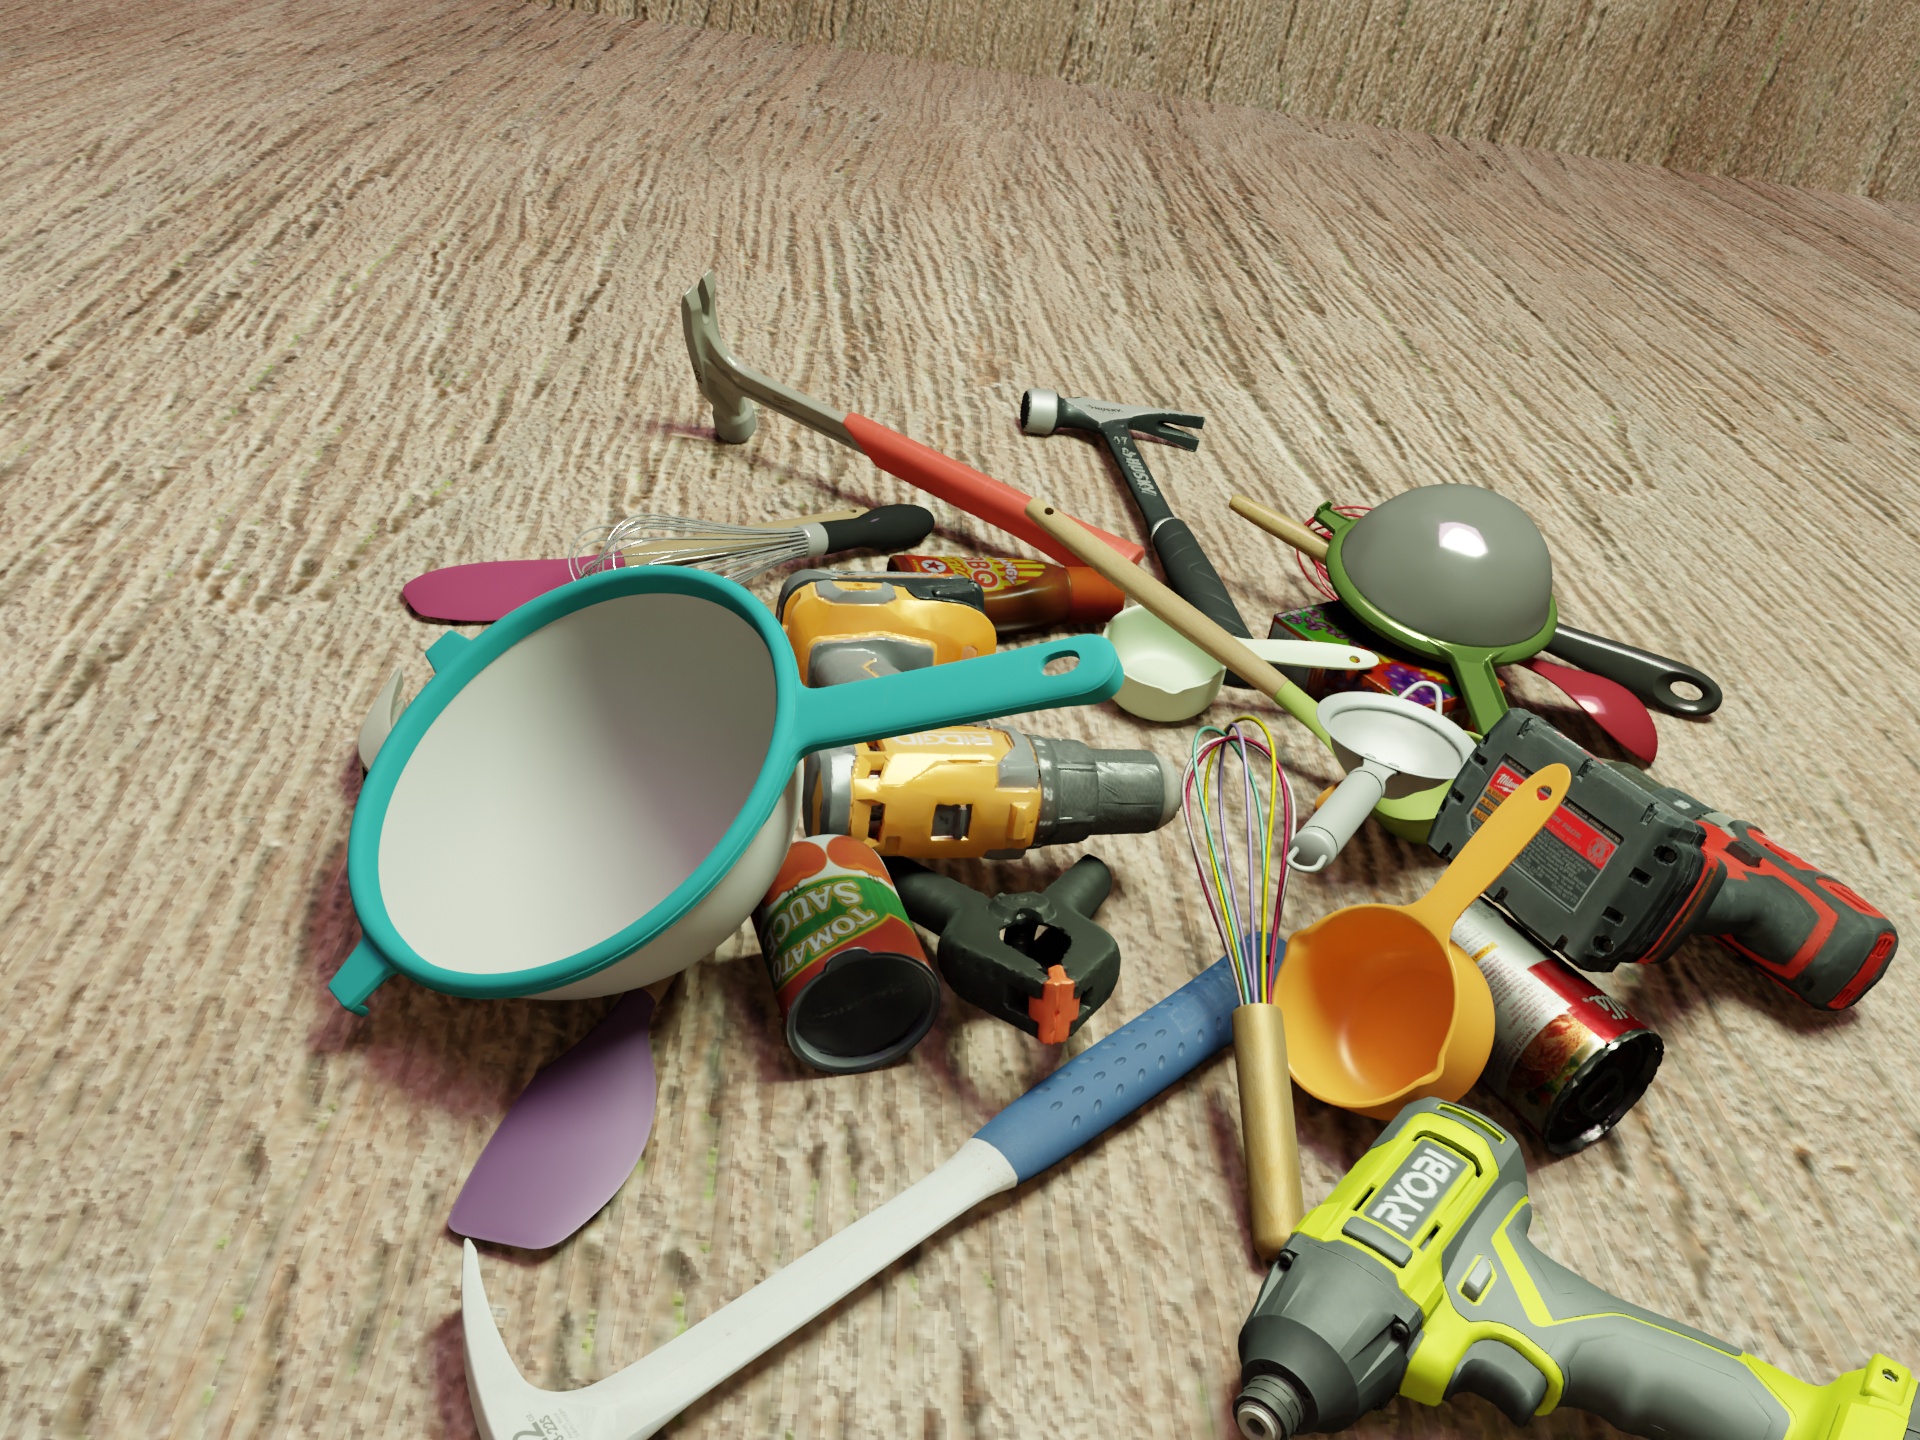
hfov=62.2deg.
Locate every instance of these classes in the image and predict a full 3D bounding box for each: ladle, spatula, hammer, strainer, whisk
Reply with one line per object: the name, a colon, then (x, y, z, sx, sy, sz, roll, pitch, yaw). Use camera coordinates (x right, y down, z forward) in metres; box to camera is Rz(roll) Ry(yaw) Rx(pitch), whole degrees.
ladle: (0.310, -0.069, 1.030, 0.315, 0.031, 0.069, 33, 22, 19)
spatula: (-0.130, 0.107, 0.702, 0.060, 0.018, 0.316, 7, 33, 9)
hammer: (0.150, -0.144, 1.153, 0.149, 0.036, 0.409, 3, 33, -12)
strainer: (0.194, 0.031, 0.765, 0.087, 0.050, 0.258, 23, 23, 20)
strainer: (0.311, -0.071, 0.958, 0.151, 0.069, 0.257, 7, 41, -6)
hammer: (-0.037, -0.186, 1.098, 0.359, 0.149, 0.037, 28, 64, 17)
ladle: (0.164, -0.040, 0.904, 0.320, 0.062, 0.078, 38, 62, 15)
whisk: (-0.122, -0.111, 1.013, 0.284, 0.070, 0.070, -17, 40, -42)
hammer: (0.001, 0.172, 0.618, 0.405, 0.035, 0.144, -23, 44, -40)
whisk: (0.125, 0.102, 0.676, 0.047, 0.051, 0.245, -19, 52, 28)
whisk: (0.366, -0.071, 1.073, 0.296, 0.073, 0.073, 25, 35, 14)
strainer: (-0.089, 0.029, 0.673, 0.340, 0.095, 0.211, -11, 51, 16)
hammer: (-0.179, -0.023, 0.881, 0.130, 0.031, 0.331, 29, 37, 28)

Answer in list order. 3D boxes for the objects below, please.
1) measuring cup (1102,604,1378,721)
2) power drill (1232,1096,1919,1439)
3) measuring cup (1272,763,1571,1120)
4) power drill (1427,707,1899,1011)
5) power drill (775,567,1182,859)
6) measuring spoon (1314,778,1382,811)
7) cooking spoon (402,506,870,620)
measuring cup: (0.166, -0.030, 0.960, 0.167, 0.038, 0.083, 3, 45, -4)
power drill: (0.214, 0.236, 0.541, 0.223, 0.080, 0.171, 26, 35, 31)
measuring cup: (0.210, 0.095, 0.680, 0.052, 0.173, 0.095, 32, 9, -42)
power drill: (0.336, 0.062, 0.794, 0.226, 0.080, 0.188, 15, 21, -36)
power drill: (-0.001, -0.003, 0.829, 0.185, 0.084, 0.226, 1, 27, -16)
measuring spoon: (0.245, 0.036, 0.919, 0.117, 0.011, 0.021, -19, 57, -32)
cooking spoon: (-0.194, -0.106, 1.018, 0.319, 0.017, 0.069, -15, 40, -32)
